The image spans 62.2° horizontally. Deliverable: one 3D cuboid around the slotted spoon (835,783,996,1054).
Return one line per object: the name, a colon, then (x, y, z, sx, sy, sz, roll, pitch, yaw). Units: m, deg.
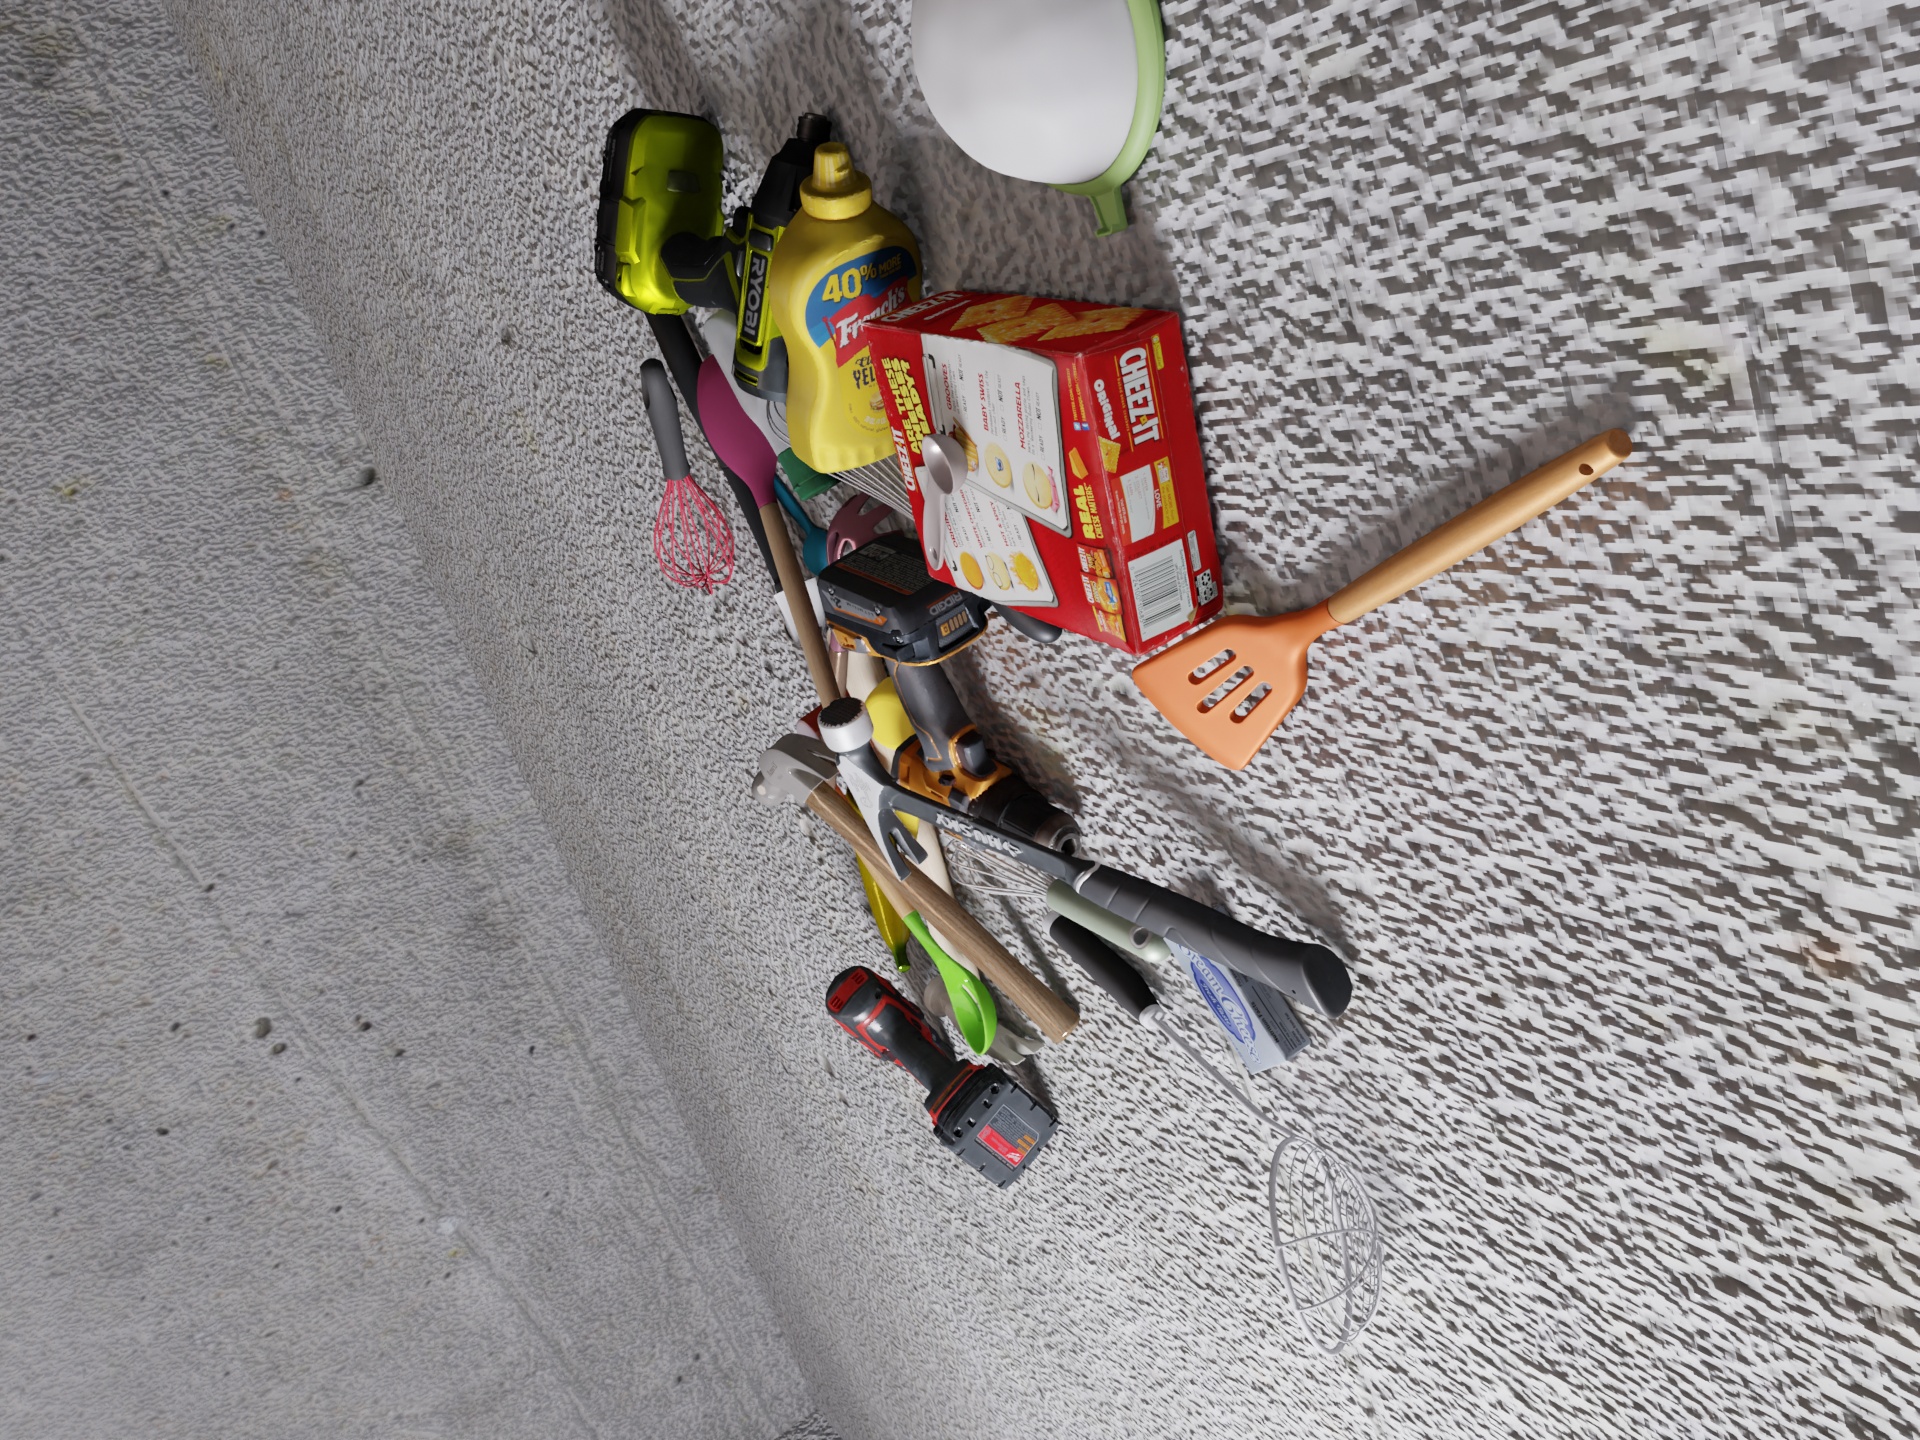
slotted spoon: (-0.056, 0.143, 1.348, 0.314, 0.031, 0.070, 55, 153, 16)

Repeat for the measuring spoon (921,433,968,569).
measuring spoon: (-0.008, -0.122, 0.899, 0.034, 0.018, 0.124, 57, 164, 20)

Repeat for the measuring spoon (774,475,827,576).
measuring spoon: (-0.138, -0.162, 1.280, 0.129, 0.021, 0.042, 52, 155, 22)

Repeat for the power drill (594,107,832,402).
power drill: (-0.152, -0.323, 1.046, 0.223, 0.080, 0.171, 34, 122, 42)

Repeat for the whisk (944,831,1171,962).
whisk: (0.067, 0.123, 1.154, 0.059, 0.058, 0.246, 36, 172, -38)

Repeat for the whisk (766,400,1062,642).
whisk: (-0.030, -0.147, 1.044, 0.285, 0.070, 0.070, 46, 152, 22)

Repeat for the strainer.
strainer: (0.028, -0.337, 0.691, 0.152, 0.069, 0.256, 52, 156, 22)

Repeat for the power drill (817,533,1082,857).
power drill: (-0.002, -0.004, 1.110, 0.185, 0.084, 0.226, 26, 142, 50)

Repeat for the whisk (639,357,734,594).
whisk: (-0.240, -0.202, 1.356, 0.073, 0.073, 0.295, 51, 161, 24)

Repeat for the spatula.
spatula: (0.182, -0.052, 0.722, 0.081, 0.041, 0.322, 43, 155, -4)

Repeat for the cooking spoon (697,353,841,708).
cooking spoon: (-0.137, -0.138, 1.196, 0.017, 0.069, 0.319, 8, -119, -67)

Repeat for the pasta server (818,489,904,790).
pasta server: (-0.090, -0.041, 1.237, 0.060, 0.040, 0.316, 40, 142, 28)

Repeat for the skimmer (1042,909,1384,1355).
skimmer: (0.148, 0.258, 1.068, 0.364, 0.090, 0.127, 41, -179, 44)

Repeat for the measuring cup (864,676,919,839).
measuring cup: (-0.049, 0.040, 1.252, 0.062, 0.029, 0.156, 13, 118, 24)

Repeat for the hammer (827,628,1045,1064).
hammer: (-0.028, 0.103, 1.329, 0.146, 0.038, 0.410, 22, 134, 54)

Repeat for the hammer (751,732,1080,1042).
hammer: (-0.033, 0.133, 1.270, 0.331, 0.031, 0.130, 43, 151, 4)

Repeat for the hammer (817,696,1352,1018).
hammer: (0.068, 0.099, 1.020, 0.409, 0.036, 0.149, 21, 142, 41)

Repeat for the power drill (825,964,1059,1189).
power drill: (-0.013, 0.328, 1.459, 0.227, 0.080, 0.187, 33, 168, 46)

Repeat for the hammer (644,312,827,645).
hammer: (-0.190, -0.219, 1.280, 0.146, 0.035, 0.335, 148, 97, -83)
